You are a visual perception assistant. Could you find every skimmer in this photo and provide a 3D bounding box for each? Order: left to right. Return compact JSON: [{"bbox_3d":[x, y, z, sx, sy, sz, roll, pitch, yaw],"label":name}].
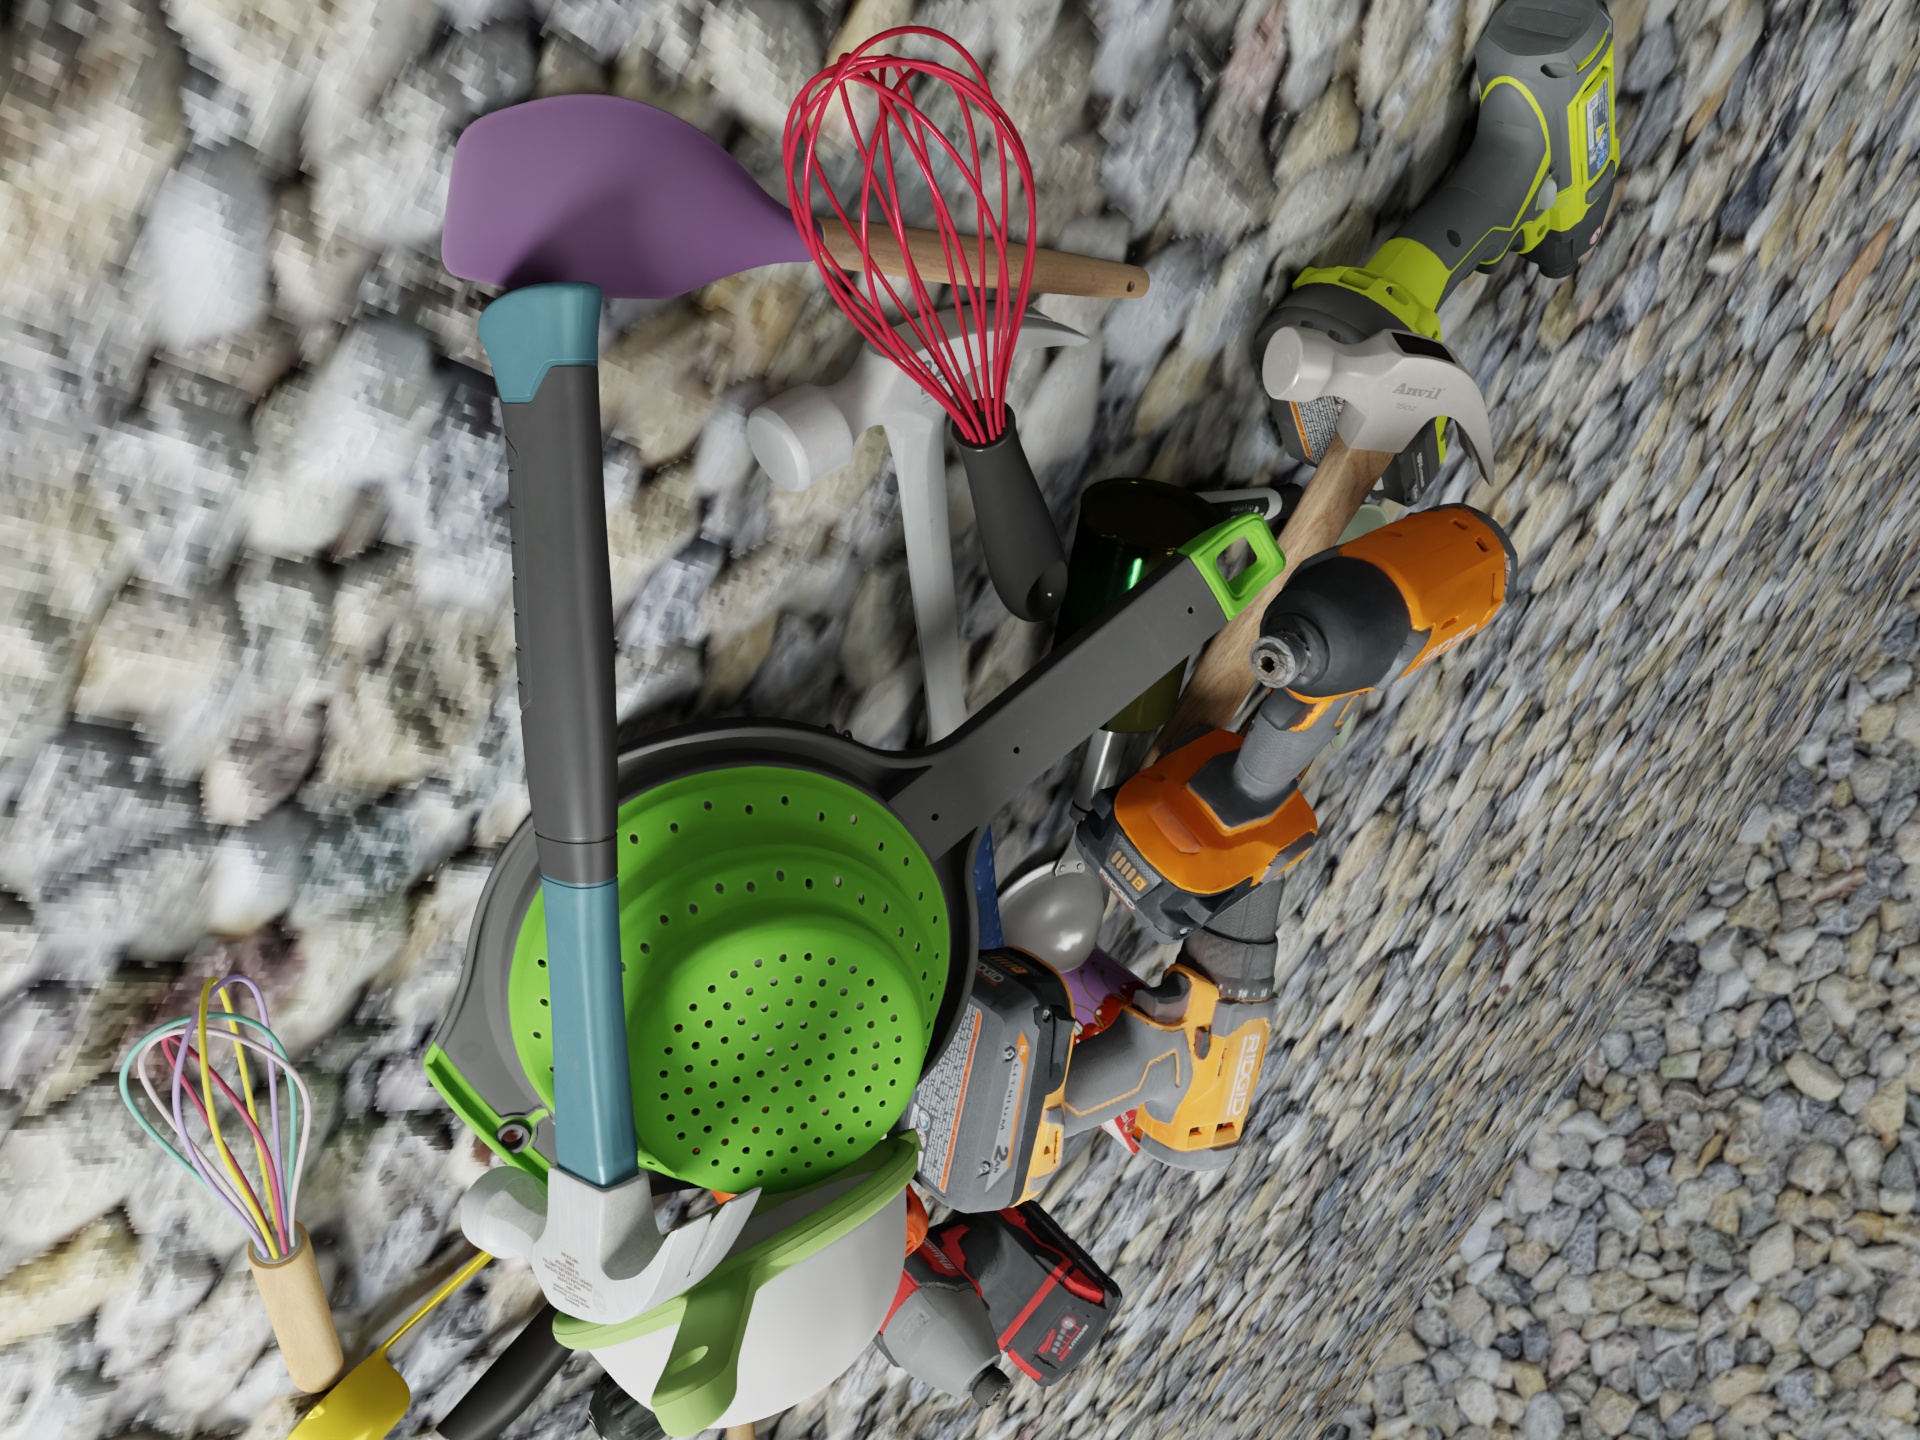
[{"bbox_3d":[-0.290,0.356,0.701,0.363,0.090,0.127,-46,141,-29],"label":"skimmer"}]

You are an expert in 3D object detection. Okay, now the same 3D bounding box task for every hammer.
[{"bbox_3d":[-0.121,0.034,0.498,0.033,0.128,0.331,-14,108,-48],"label":"hammer"},{"bbox_3d":[-0.001,-0.002,0.725,0.144,0.035,0.405,-35,143,-26],"label":"hammer"},{"bbox_3d":[0.153,-0.053,0.796,0.130,0.031,0.331,2,139,-20],"label":"hammer"}]

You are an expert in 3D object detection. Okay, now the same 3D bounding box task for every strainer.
[{"bbox_3d":[-0.071,0.219,0.558,0.151,0.069,0.256,-25,177,-5],"label":"strainer"},{"bbox_3d":[0.067,0.057,0.863,0.086,0.050,0.258,-3,120,-33],"label":"strainer"}]

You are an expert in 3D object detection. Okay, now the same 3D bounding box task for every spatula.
[{"bbox_3d":[-0.032,-0.167,0.553,0.315,0.018,0.059,-9,126,-46],"label":"spatula"}]

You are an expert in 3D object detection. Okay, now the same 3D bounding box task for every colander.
[{"bbox_3d":[-0.014,0.057,0.606,0.397,0.095,0.204,-39,116,-5],"label":"colander"}]

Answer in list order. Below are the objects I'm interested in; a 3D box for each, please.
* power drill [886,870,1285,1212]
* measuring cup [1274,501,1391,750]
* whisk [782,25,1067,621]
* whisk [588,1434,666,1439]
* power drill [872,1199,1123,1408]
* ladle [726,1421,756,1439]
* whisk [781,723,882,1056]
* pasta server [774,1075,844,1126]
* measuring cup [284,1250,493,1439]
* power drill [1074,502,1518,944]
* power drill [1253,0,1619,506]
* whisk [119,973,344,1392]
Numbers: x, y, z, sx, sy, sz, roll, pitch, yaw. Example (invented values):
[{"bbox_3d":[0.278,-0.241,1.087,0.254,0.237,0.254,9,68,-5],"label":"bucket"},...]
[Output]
[{"bbox_3d":[0.082,0.154,0.831,0.226,0.084,0.185,2,105,-40],"label":"power drill"},{"bbox_3d":[0.209,-0.054,0.918,0.083,0.038,0.167,-32,134,-28],"label":"measuring cup"},{"bbox_3d":[0.003,-0.114,0.548,0.073,0.073,0.295,-46,153,-11],"label":"whisk"},{"bbox_3d":[-0.199,0.389,0.824,0.284,0.070,0.070,-20,135,-47],"label":"whisk"},{"bbox_3d":[0.008,0.345,0.957,0.078,0.143,0.219,-53,149,3],"label":"power drill"},{"bbox_3d":[-0.143,0.504,1.016,0.078,0.062,0.320,-23,130,-35],"label":"ladle"},{"bbox_3d":[-0.059,0.087,0.730,0.055,0.055,0.238,-32,146,-29],"label":"whisk"},{"bbox_3d":[-0.014,0.220,0.909,0.316,0.040,0.060,16,107,-56],"label":"pasta server"},{"bbox_3d":[-0.224,0.265,0.685,0.156,0.029,0.062,-43,174,-26],"label":"measuring cup"},{"bbox_3d":[0.143,0.005,0.733,0.164,0.084,0.226,-23,154,-43],"label":"power drill"},{"bbox_3d":[0.252,-0.226,0.801,0.223,0.080,0.171,-51,146,-9],"label":"power drill"},{"bbox_3d":[-0.253,0.182,0.576,0.051,0.047,0.244,-29,143,-35],"label":"whisk"}]
